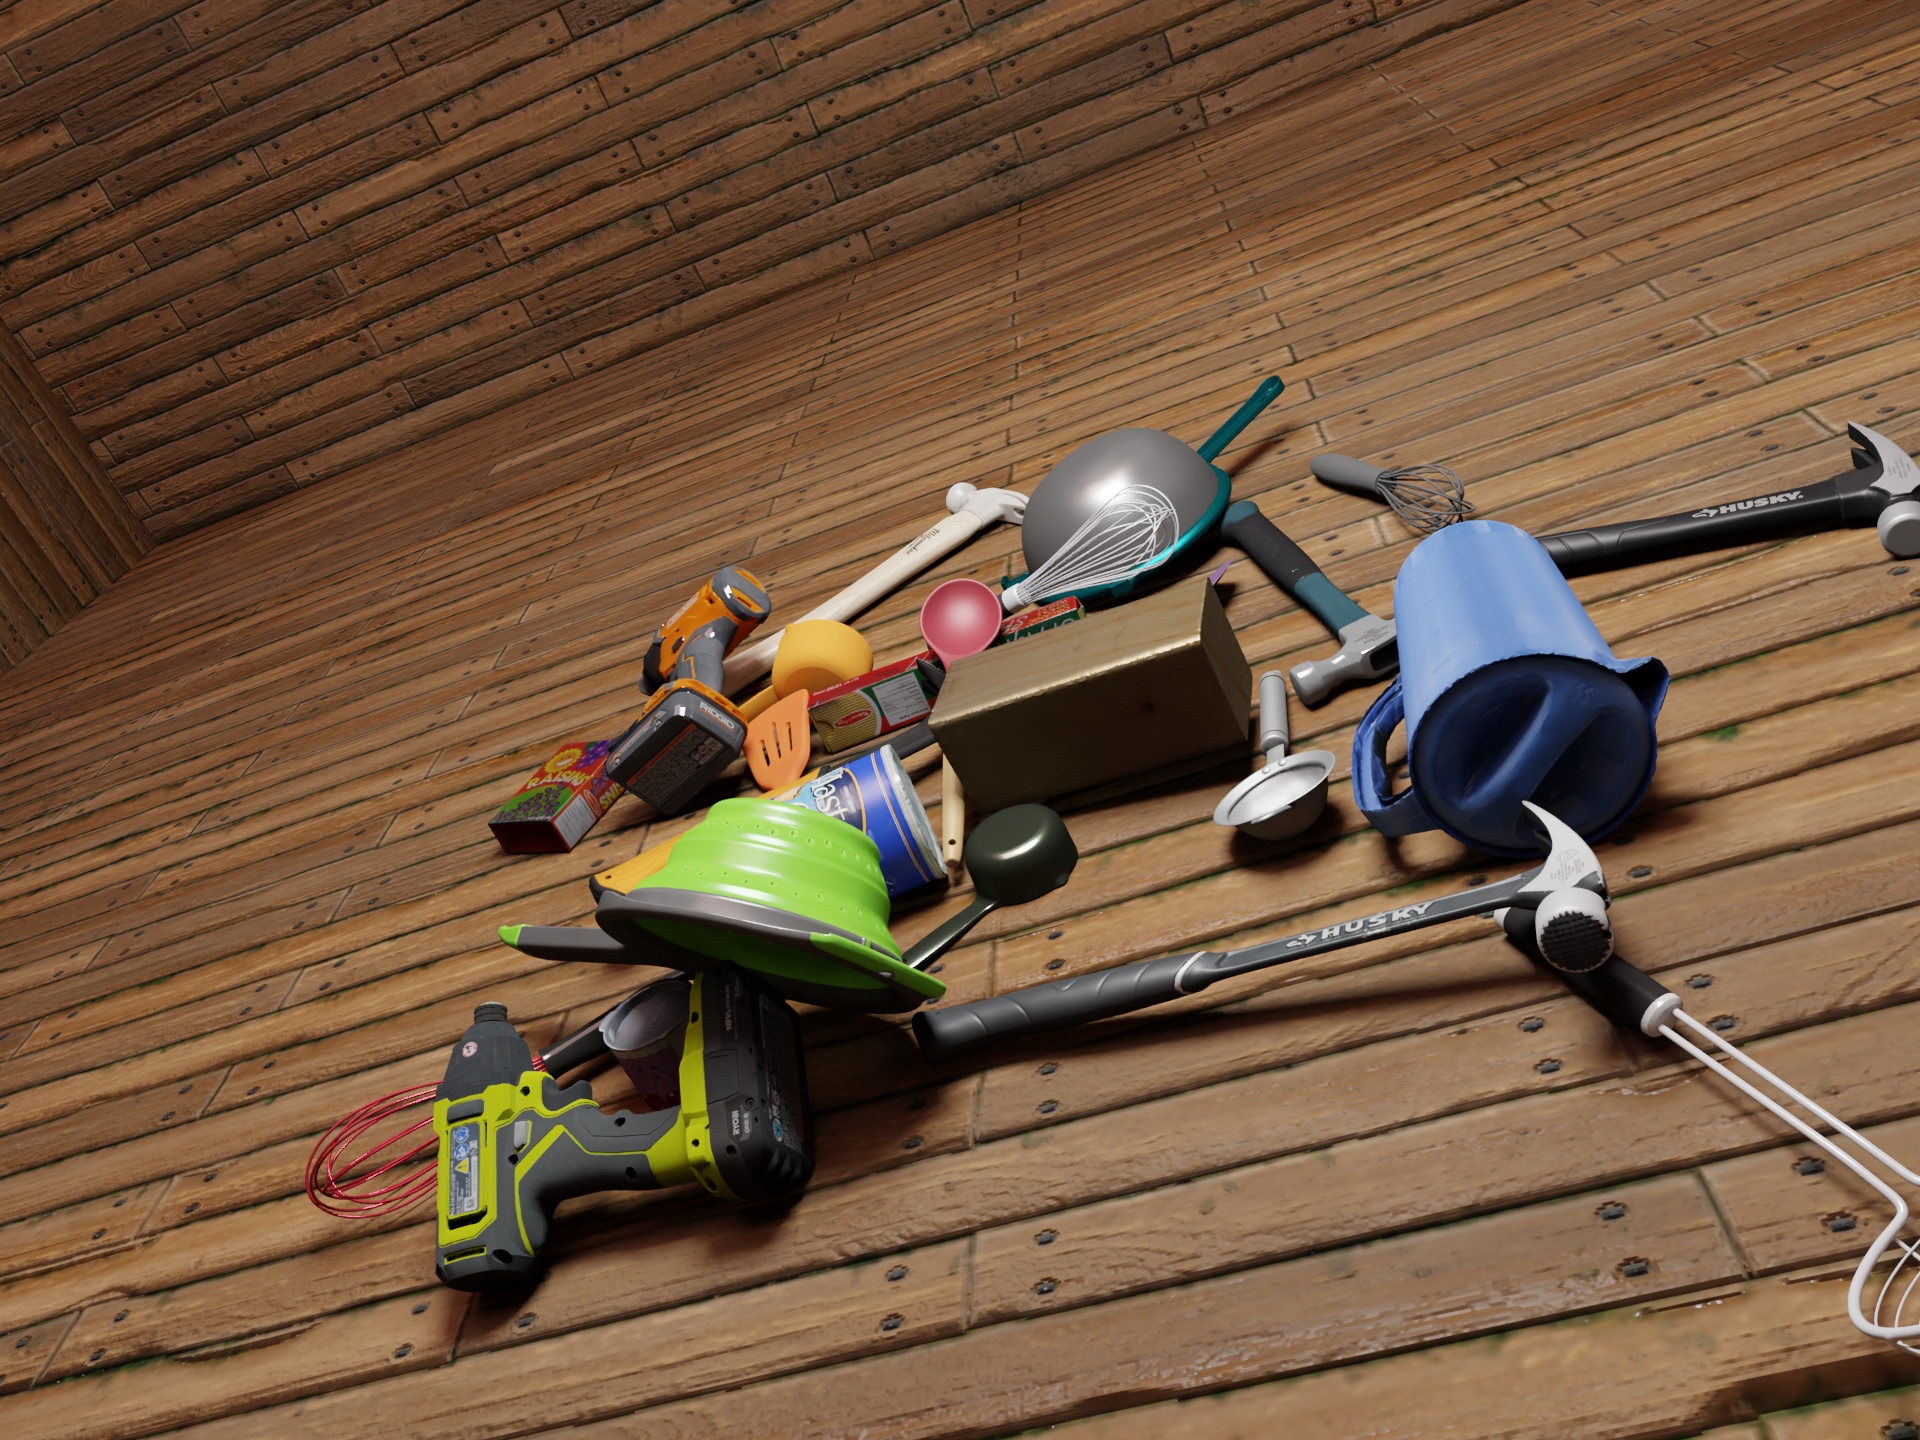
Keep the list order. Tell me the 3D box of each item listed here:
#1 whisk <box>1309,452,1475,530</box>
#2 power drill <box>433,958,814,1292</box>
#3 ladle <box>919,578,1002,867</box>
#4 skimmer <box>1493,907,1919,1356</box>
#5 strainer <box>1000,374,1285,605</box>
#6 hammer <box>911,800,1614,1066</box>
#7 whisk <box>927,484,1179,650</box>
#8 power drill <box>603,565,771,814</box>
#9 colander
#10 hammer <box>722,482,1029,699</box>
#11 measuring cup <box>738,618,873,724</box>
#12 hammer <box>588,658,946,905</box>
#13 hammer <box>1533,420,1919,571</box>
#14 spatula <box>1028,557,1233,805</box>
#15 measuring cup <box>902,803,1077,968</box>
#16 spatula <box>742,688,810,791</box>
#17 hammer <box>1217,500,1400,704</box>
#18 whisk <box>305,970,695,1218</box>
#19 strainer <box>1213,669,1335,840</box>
[{"bbox_3d":[0.359,-0.201,1.356,0.055,0.055,0.239,-28,23,-7],"label":"whisk"},{"bbox_3d":[-0.209,0.229,0.951,0.223,0.080,0.171,-17,58,12],"label":"power drill"},{"bbox_3d":[-0.002,-0.004,1.231,0.069,0.031,0.316,-4,41,5],"label":"ladle"},{"bbox_3d":[0.338,0.141,0.694,0.127,0.090,0.364,-43,26,0],"label":"skimmer"},{"bbox_3d":[0.176,-0.245,1.475,0.340,0.095,0.211,-44,25,-20],"label":"strainer"},{"bbox_3d":[0.151,0.133,0.894,0.409,0.036,0.149,-18,14,23],"label":"hammer"},{"bbox_3d":[0.072,-0.120,1.371,0.284,0.070,0.070,-27,20,37],"label":"whisk"},{"bbox_3d":[-0.252,-0.024,1.441,0.164,0.084,0.227,-39,29,28],"label":"power drill"},{"bbox_3d":[-0.172,0.113,1.032,0.397,0.204,0.094,-5,63,43],"label":"colander"},{"bbox_3d":[-0.105,-0.120,1.597,0.410,0.038,0.146,-36,30,-20],"label":"hammer"},{"bbox_3d":[-0.155,-0.020,1.429,0.173,0.095,0.052,-33,29,27],"label":"measuring cup"},{"bbox_3d":[-0.132,0.057,1.237,0.337,0.034,0.127,-27,40,-18],"label":"hammer"},{"bbox_3d":[0.493,-0.135,1.134,0.335,0.035,0.146,-10,31,27],"label":"hammer"},{"bbox_3d":[0.138,-0.036,1.255,0.316,0.018,0.059,-48,1,-35],"label":"spatula"},{"bbox_3d":[0.007,0.113,1.079,0.167,0.038,0.083,-36,29,-26],"label":"measuring cup"},{"bbox_3d":[-0.161,0.086,1.266,0.081,0.041,0.323,-32,25,20],"label":"spatula"},{"bbox_3d":[0.274,-0.113,1.275,0.128,0.033,0.331,-25,27,2],"label":"hammer"},{"bbox_3d":[-0.299,0.245,1.079,0.296,0.073,0.073,-28,26,-17],"label":"whisk"},{"bbox_3d":[0.215,0.021,1.076,0.087,0.050,0.259,-27,19,21],"label":"strainer"}]
